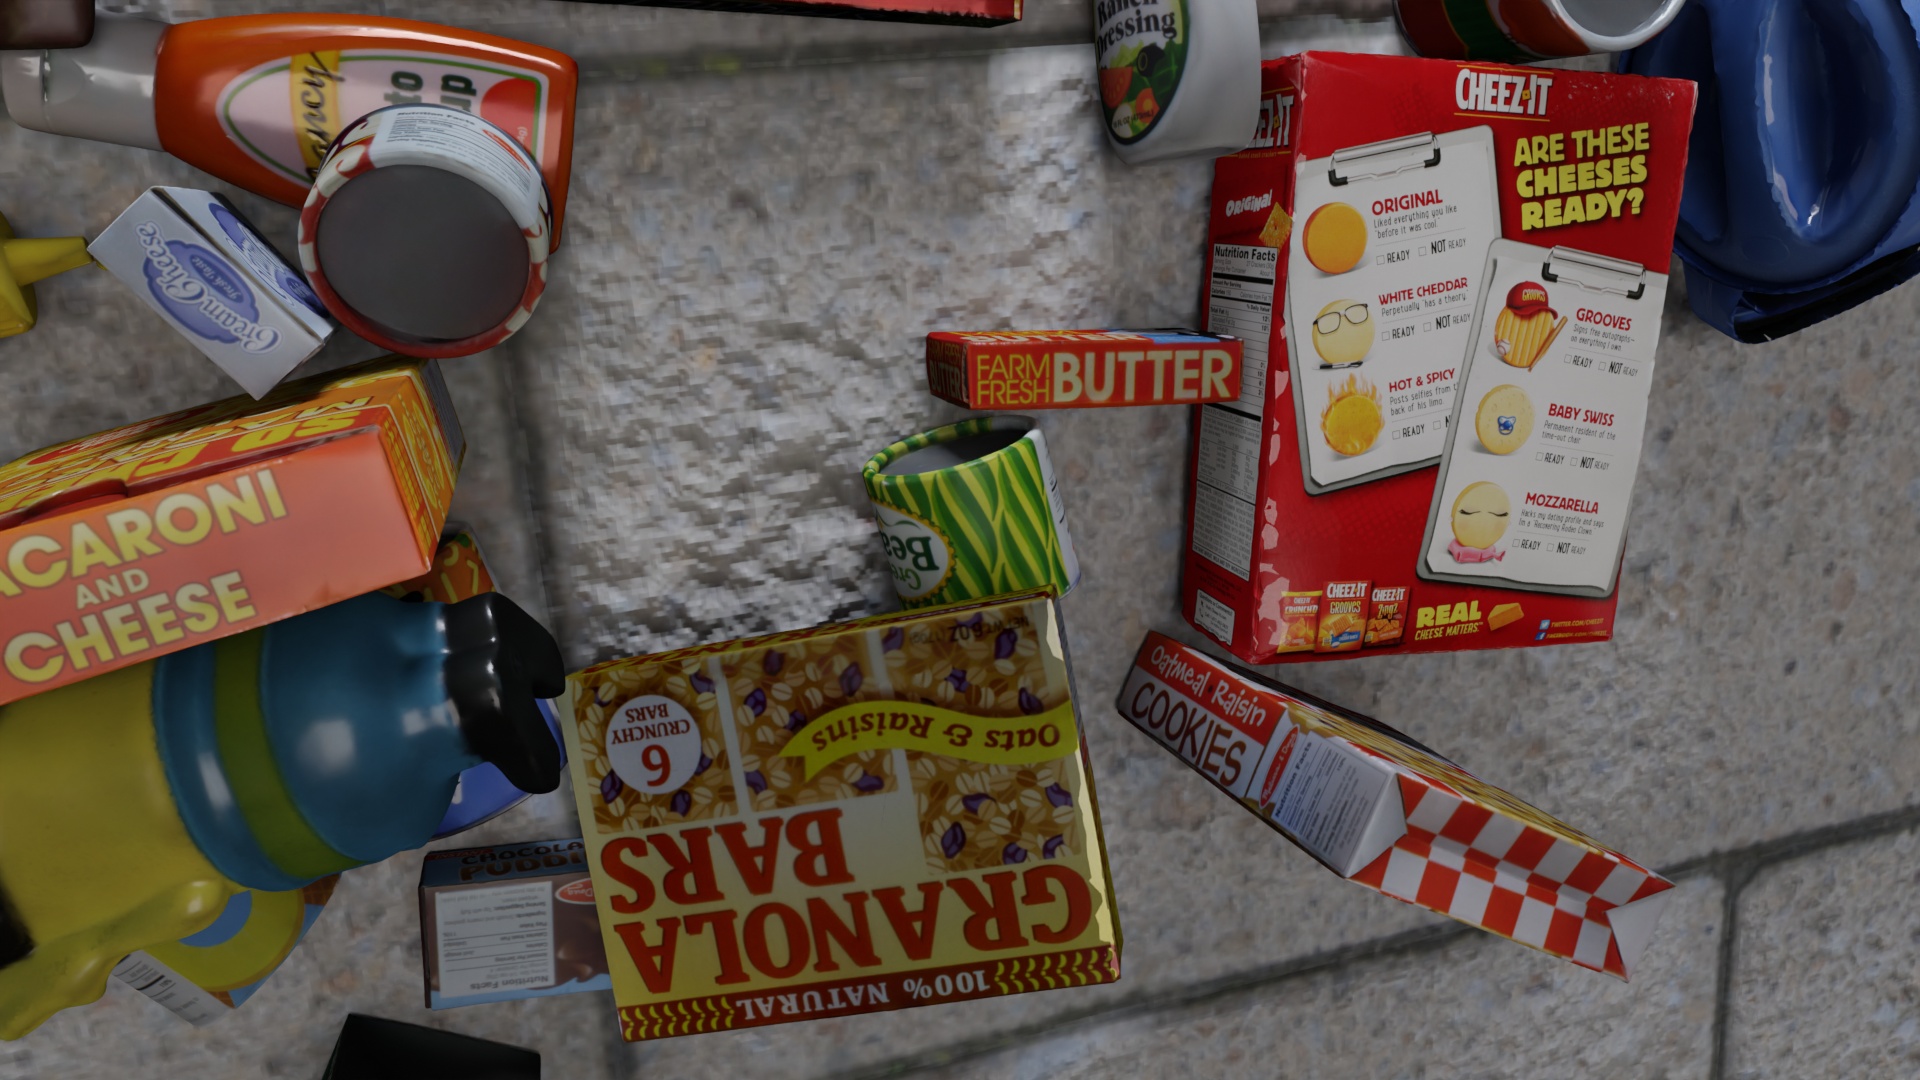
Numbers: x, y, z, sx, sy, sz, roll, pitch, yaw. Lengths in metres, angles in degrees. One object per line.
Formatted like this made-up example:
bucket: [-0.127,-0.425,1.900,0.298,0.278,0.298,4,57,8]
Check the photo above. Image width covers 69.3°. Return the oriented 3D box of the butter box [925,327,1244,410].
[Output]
butter box: [0.043,-0.062,0.495,0.104,0.053,0.024,-3,103,-16]

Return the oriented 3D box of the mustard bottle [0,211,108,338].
mustard bottle: [-0.316,-0.067,0.380,0.161,0.065,0.048,-15,113,-19]

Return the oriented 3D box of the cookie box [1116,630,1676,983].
cookie box: [0.146,0.090,0.504,0.123,0.167,0.040,23,93,-21]

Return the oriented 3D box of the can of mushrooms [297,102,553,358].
can of mushrooms: [-0.153,-0.086,0.399,0.071,0.033,0.070,-7,129,-9]

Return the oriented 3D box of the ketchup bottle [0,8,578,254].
ketchup bottle: [-0.192,-0.126,0.411,0.149,0.044,0.064,6,109,-18]

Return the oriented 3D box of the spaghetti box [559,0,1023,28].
spaghetti box: [-0.100,-0.193,0.431,0.250,0.029,0.050,-2,104,-17]

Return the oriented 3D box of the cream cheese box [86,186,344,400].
cream cheese box: [-0.203,-0.071,0.389,0.024,0.104,0.053,-44,113,-6]

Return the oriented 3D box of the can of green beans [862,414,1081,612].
can of green beans: [0.004,-0.007,0.489,0.071,0.071,0.057,-19,108,-12]

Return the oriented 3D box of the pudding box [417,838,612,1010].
pudding box: [-0.148,0.136,0.497,0.084,0.030,0.049,-2,103,-17]

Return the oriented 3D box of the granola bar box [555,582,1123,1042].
granola bar box: [-0.038,0.089,0.456,0.165,0.039,0.124,-10,92,9]

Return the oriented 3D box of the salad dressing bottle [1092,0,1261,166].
salad dressing bottle: [0.068,-0.203,0.466,0.044,0.064,0.147,-11,98,-26]

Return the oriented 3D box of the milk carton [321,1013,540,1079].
milk carton: [-0.217,0.275,0.488,0.073,0.072,0.190,22,95,-21]

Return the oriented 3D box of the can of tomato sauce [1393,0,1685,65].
can of tomato sauce: [0.207,-0.203,0.495,0.071,0.083,0.071,-4,105,-16]

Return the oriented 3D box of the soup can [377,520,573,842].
soup can: [-0.174,0.046,0.446,0.071,0.071,0.083,-23,109,-11]

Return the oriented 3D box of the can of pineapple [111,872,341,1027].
can of pineapple: [-0.241,0.110,0.443,0.071,0.071,0.057,-45,112,-2]

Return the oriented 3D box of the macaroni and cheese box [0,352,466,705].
macaroni and cheese box: [-0.203,-0.011,0.370,0.124,0.167,0.040,-18,108,-12]
